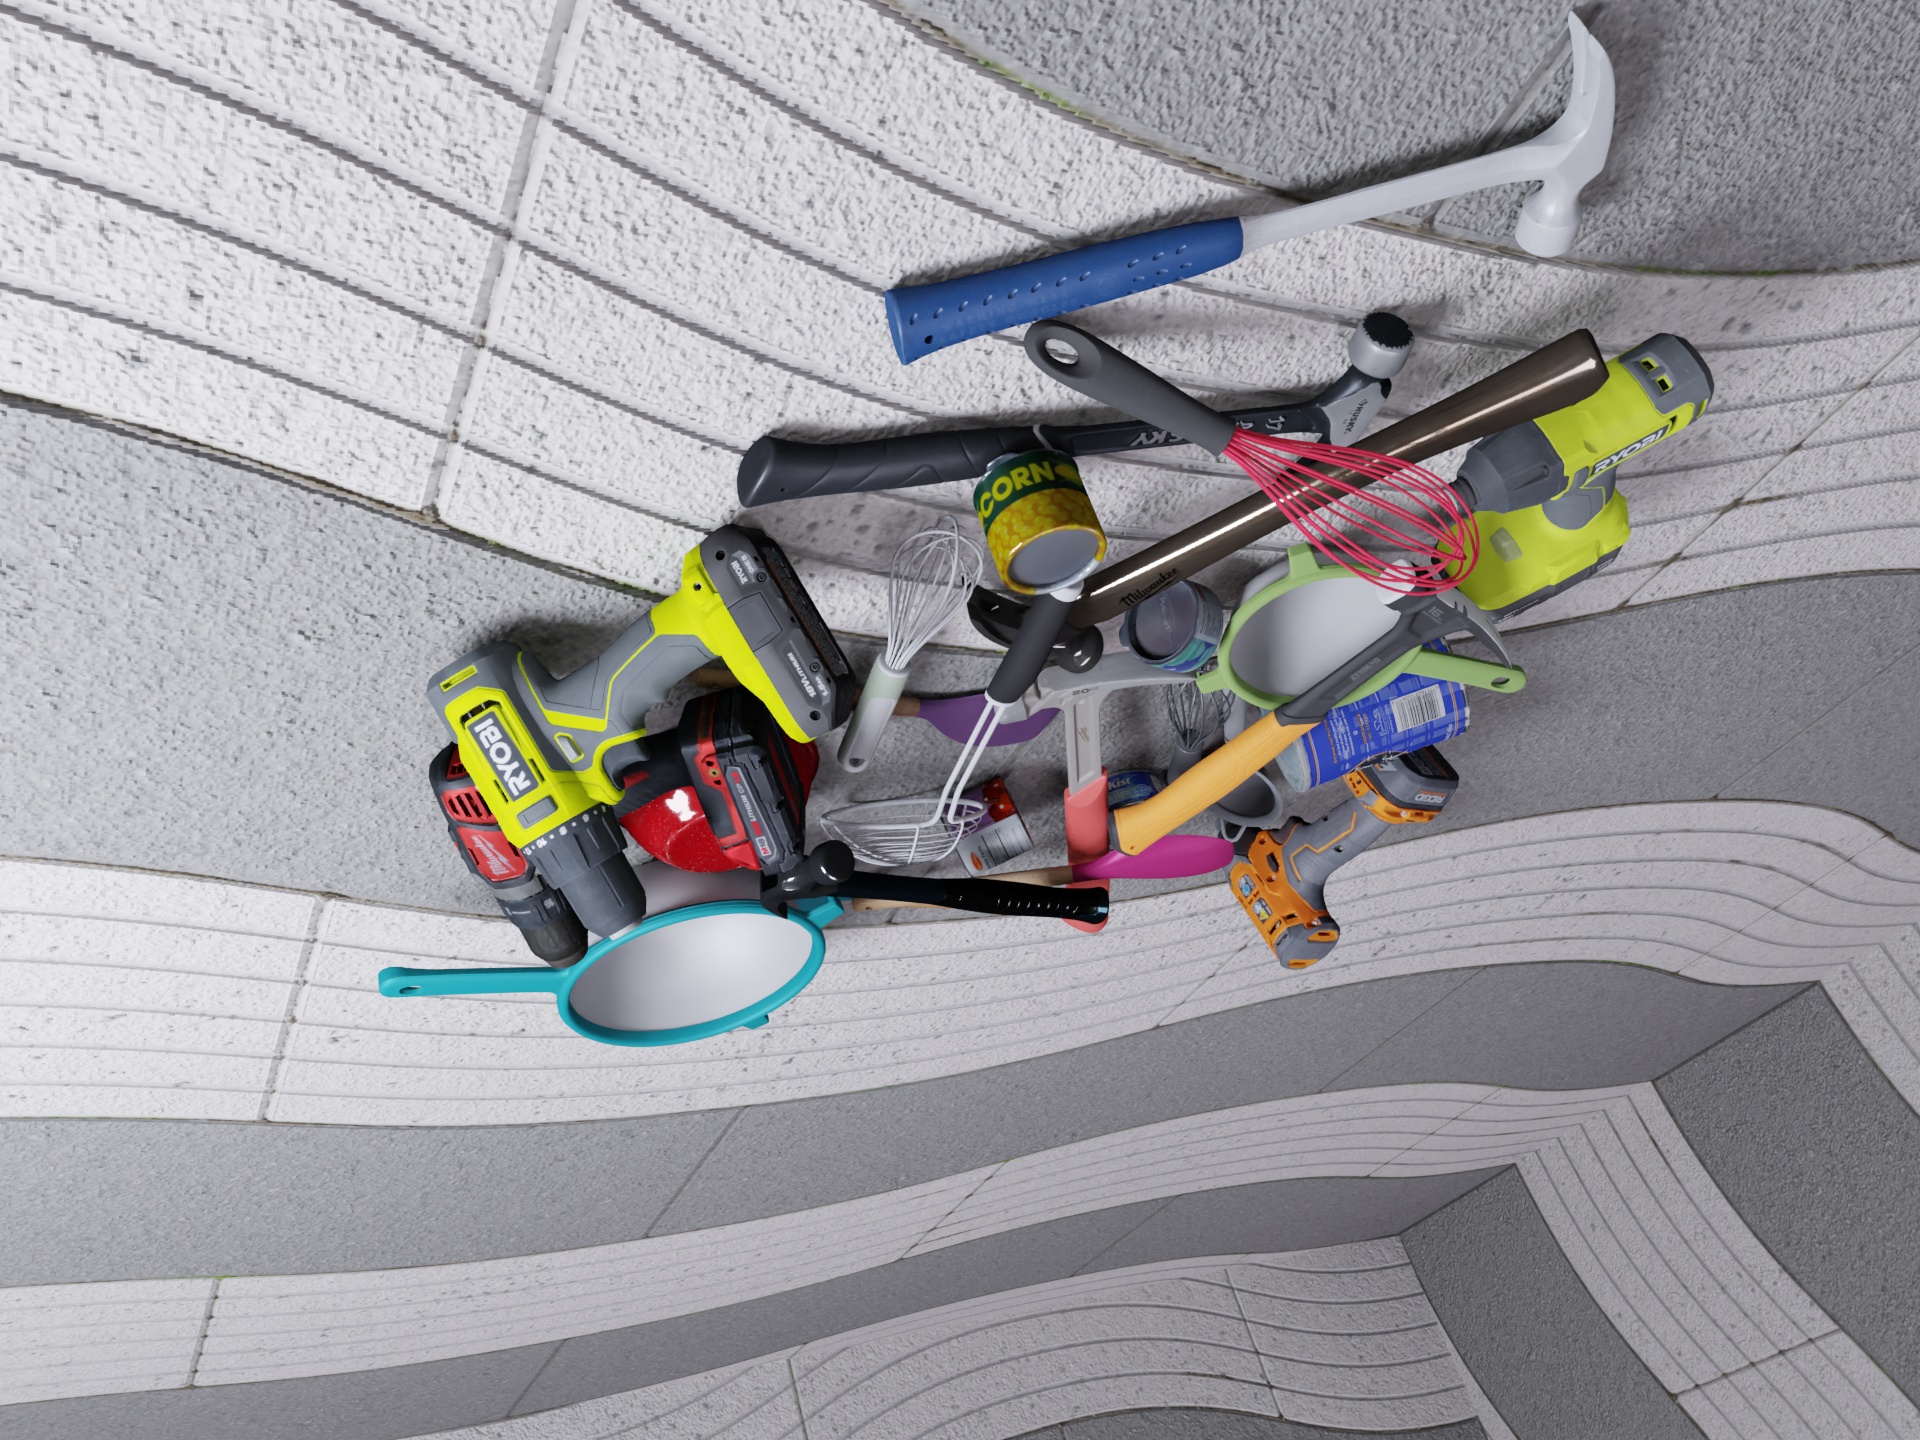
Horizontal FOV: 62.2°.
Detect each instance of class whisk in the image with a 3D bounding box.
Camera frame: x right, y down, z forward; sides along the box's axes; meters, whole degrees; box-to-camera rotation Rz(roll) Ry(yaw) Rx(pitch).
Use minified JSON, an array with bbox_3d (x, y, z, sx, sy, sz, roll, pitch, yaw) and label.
[{"bbox_3d":[0.168,-0.153,0.906,0.295,0.073,0.073,25,135,-9],"label":"whisk"},{"bbox_3d":[0.190,0.015,1.303,0.055,0.055,0.238,-16,154,-6],"label":"whisk"},{"bbox_3d":[-0.041,-0.042,1.058,0.057,0.059,0.246,7,140,-18],"label":"whisk"}]

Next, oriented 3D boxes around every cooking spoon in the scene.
[{"bbox_3d":[0.067,0.131,1.317,0.319,0.017,0.068,-8,144,4],"label":"cooking spoon"}]

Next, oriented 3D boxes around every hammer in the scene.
[{"bbox_3d":[0.158,-0.265,0.849,0.405,0.035,0.144,-16,149,-6],"label":"hammer"},{"bbox_3d":[-0.008,0.131,1.214,0.330,0.033,0.128,10,158,-39],"label":"hammer"},{"bbox_3d":[0.240,0.010,1.183,0.127,0.034,0.337,27,130,-32],"label":"hammer"},{"bbox_3d":[0.194,-0.136,0.994,0.410,0.038,0.146,-26,155,29],"label":"hammer"},{"bbox_3d":[0.112,0.069,1.290,0.149,0.037,0.358,-10,143,-1],"label":"hammer"},{"bbox_3d":[0.068,-0.165,0.958,0.409,0.036,0.149,-9,149,-16],"label":"hammer"}]

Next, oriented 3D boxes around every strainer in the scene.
[{"bbox_3d":[0.233,0.017,1.331,0.087,0.050,0.258,19,151,22],"label":"strainer"},{"bbox_3d":[-0.275,0.166,1.230,0.340,0.095,0.211,3,140,-30],"label":"strainer"},{"bbox_3d":[0.306,-0.069,1.179,0.256,0.069,0.151,10,137,-21],"label":"strainer"}]

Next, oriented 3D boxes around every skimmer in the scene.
[{"bbox_3d":[-0.002,-0.004,1.119,0.127,0.090,0.363,-5,146,-26],"label":"skimmer"}]

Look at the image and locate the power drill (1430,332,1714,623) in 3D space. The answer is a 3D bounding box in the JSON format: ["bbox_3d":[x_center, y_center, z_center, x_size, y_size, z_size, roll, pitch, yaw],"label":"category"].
[{"bbox_3d":[0.391,-0.152,1.066,0.171,0.080,0.223,-29,160,1],"label":"power drill"}]

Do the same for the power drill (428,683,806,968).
[{"bbox_3d":[-0.220,0.076,1.067,0.226,0.080,0.187,-13,125,4],"label":"power drill"}]

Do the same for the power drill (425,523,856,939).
[{"bbox_3d":[-0.181,0.006,0.952,0.228,0.190,0.080,-30,-178,8],"label":"power drill"}]

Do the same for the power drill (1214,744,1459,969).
[{"bbox_3d":[0.313,0.086,1.397,0.084,0.164,0.226,7,128,-36],"label":"power drill"}]

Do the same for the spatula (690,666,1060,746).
[{"bbox_3d":[-0.055,-0.011,1.146,0.315,0.018,0.059,8,135,-39],"label":"spatula"}]

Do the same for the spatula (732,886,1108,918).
[{"bbox_3d":[-0.032,0.162,1.359,0.317,0.044,0.082,-2,146,8],"label":"spatula"}]
